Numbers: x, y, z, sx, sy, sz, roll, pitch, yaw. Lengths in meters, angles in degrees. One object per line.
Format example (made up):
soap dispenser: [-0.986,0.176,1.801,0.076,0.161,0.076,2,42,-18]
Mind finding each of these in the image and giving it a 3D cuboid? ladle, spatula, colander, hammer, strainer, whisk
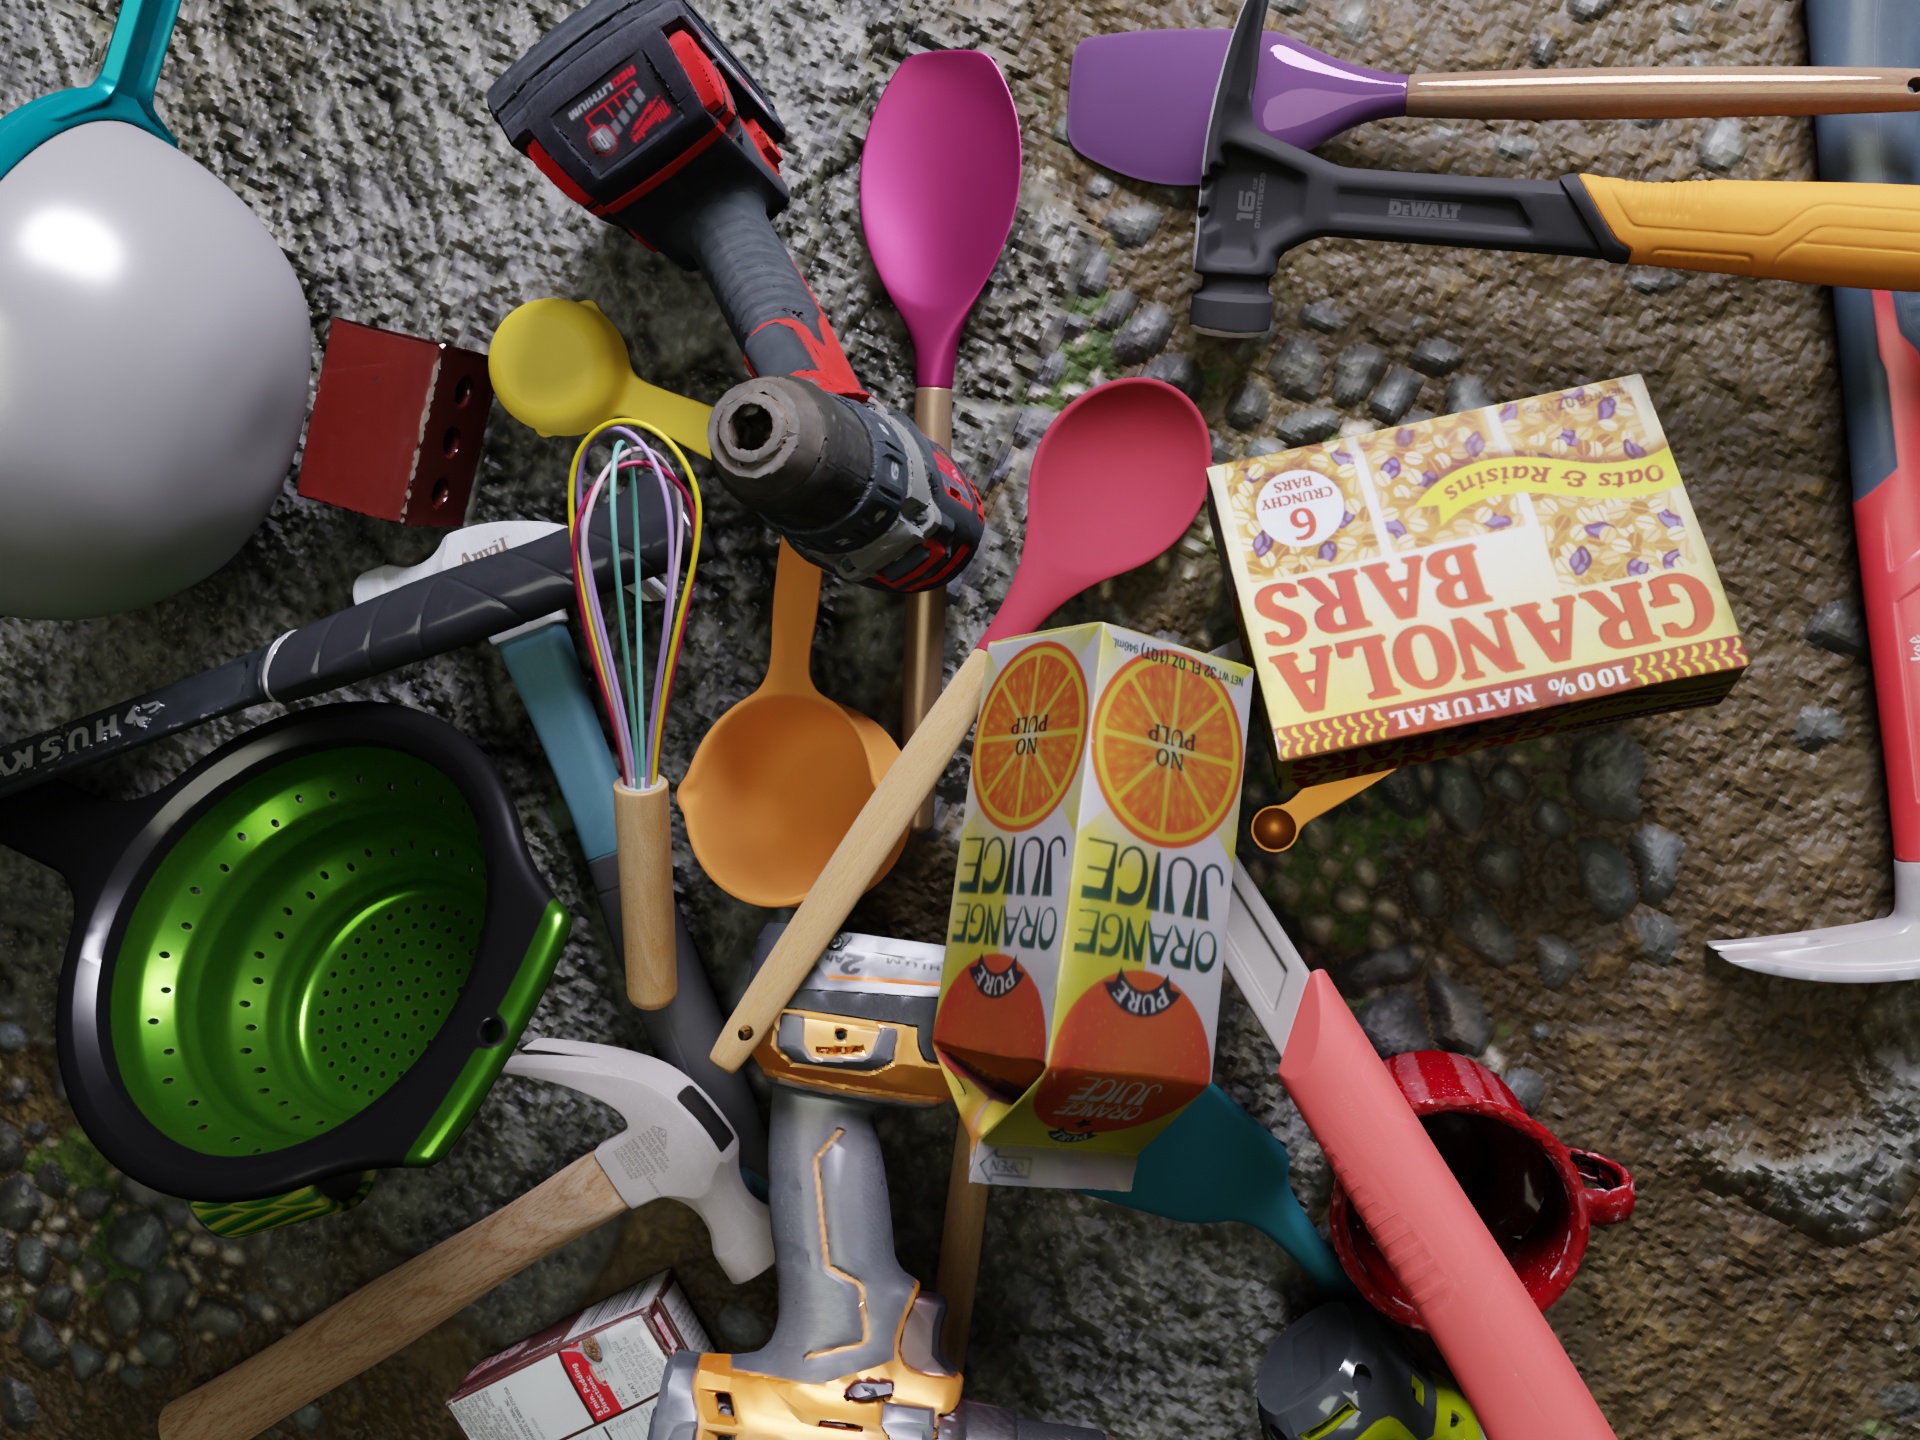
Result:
ladle: [-0.001,-0.002,0.610,0.069,0.031,0.315,35,76,-6]
spatula: [0.179,0.268,0.656,0.317,0.044,0.082,46,114,0]
colander: [-0.324,0.079,0.690,0.397,0.094,0.204,18,70,24]
hammer: [-0.293,-0.012,0.650,0.409,0.036,0.149,-19,63,6]
hammer: [0.150,0.136,0.571,0.149,0.036,0.359,-35,62,10]
hammer: [-0.145,0.070,0.689,0.128,0.033,0.331,-20,93,11]
hammer: [0.253,-0.185,0.566,0.337,0.034,0.127,10,115,15]
strainer: [-0.287,-0.178,0.596,0.095,0.211,0.340,22,103,-5]
spatula: [0.194,-0.232,0.597,0.316,0.018,0.060,5,99,17]
hammer: [0.338,-0.094,0.598,0.143,0.038,0.386,-8,95,11]
whisk: [-0.122,0.005,0.617,0.047,0.051,0.244,-4,113,-14]
ladle: [-0.011,0.281,0.680,0.078,0.062,0.320,9,95,19]
hammer: [-0.236,0.249,0.704,0.331,0.031,0.130,-33,90,17]

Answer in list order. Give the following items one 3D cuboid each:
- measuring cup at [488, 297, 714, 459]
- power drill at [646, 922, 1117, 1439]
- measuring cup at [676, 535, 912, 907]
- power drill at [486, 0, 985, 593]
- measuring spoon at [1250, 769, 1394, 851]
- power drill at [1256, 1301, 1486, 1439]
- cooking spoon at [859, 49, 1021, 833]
measuring cup: [-0.126,-0.129,0.665,0.156,0.029,0.062,24,99,7]
power drill: [-0.014,0.203,0.613,0.185,0.084,0.226,8,78,-2]
measuring cup: [-0.060,-0.007,0.661,0.095,0.052,0.174,-1,78,24]
power drill: [-0.078,-0.150,0.571,0.080,0.188,0.227,-32,80,11]
measuring spoon: [0.167,0.014,0.650,0.117,0.011,0.021,-38,89,7]
power drill: [0.142,0.365,0.642,0.228,0.080,0.190,-42,95,16]
cooking spoon: [-0.012,-0.111,0.657,0.069,0.017,0.319,4,96,17]
